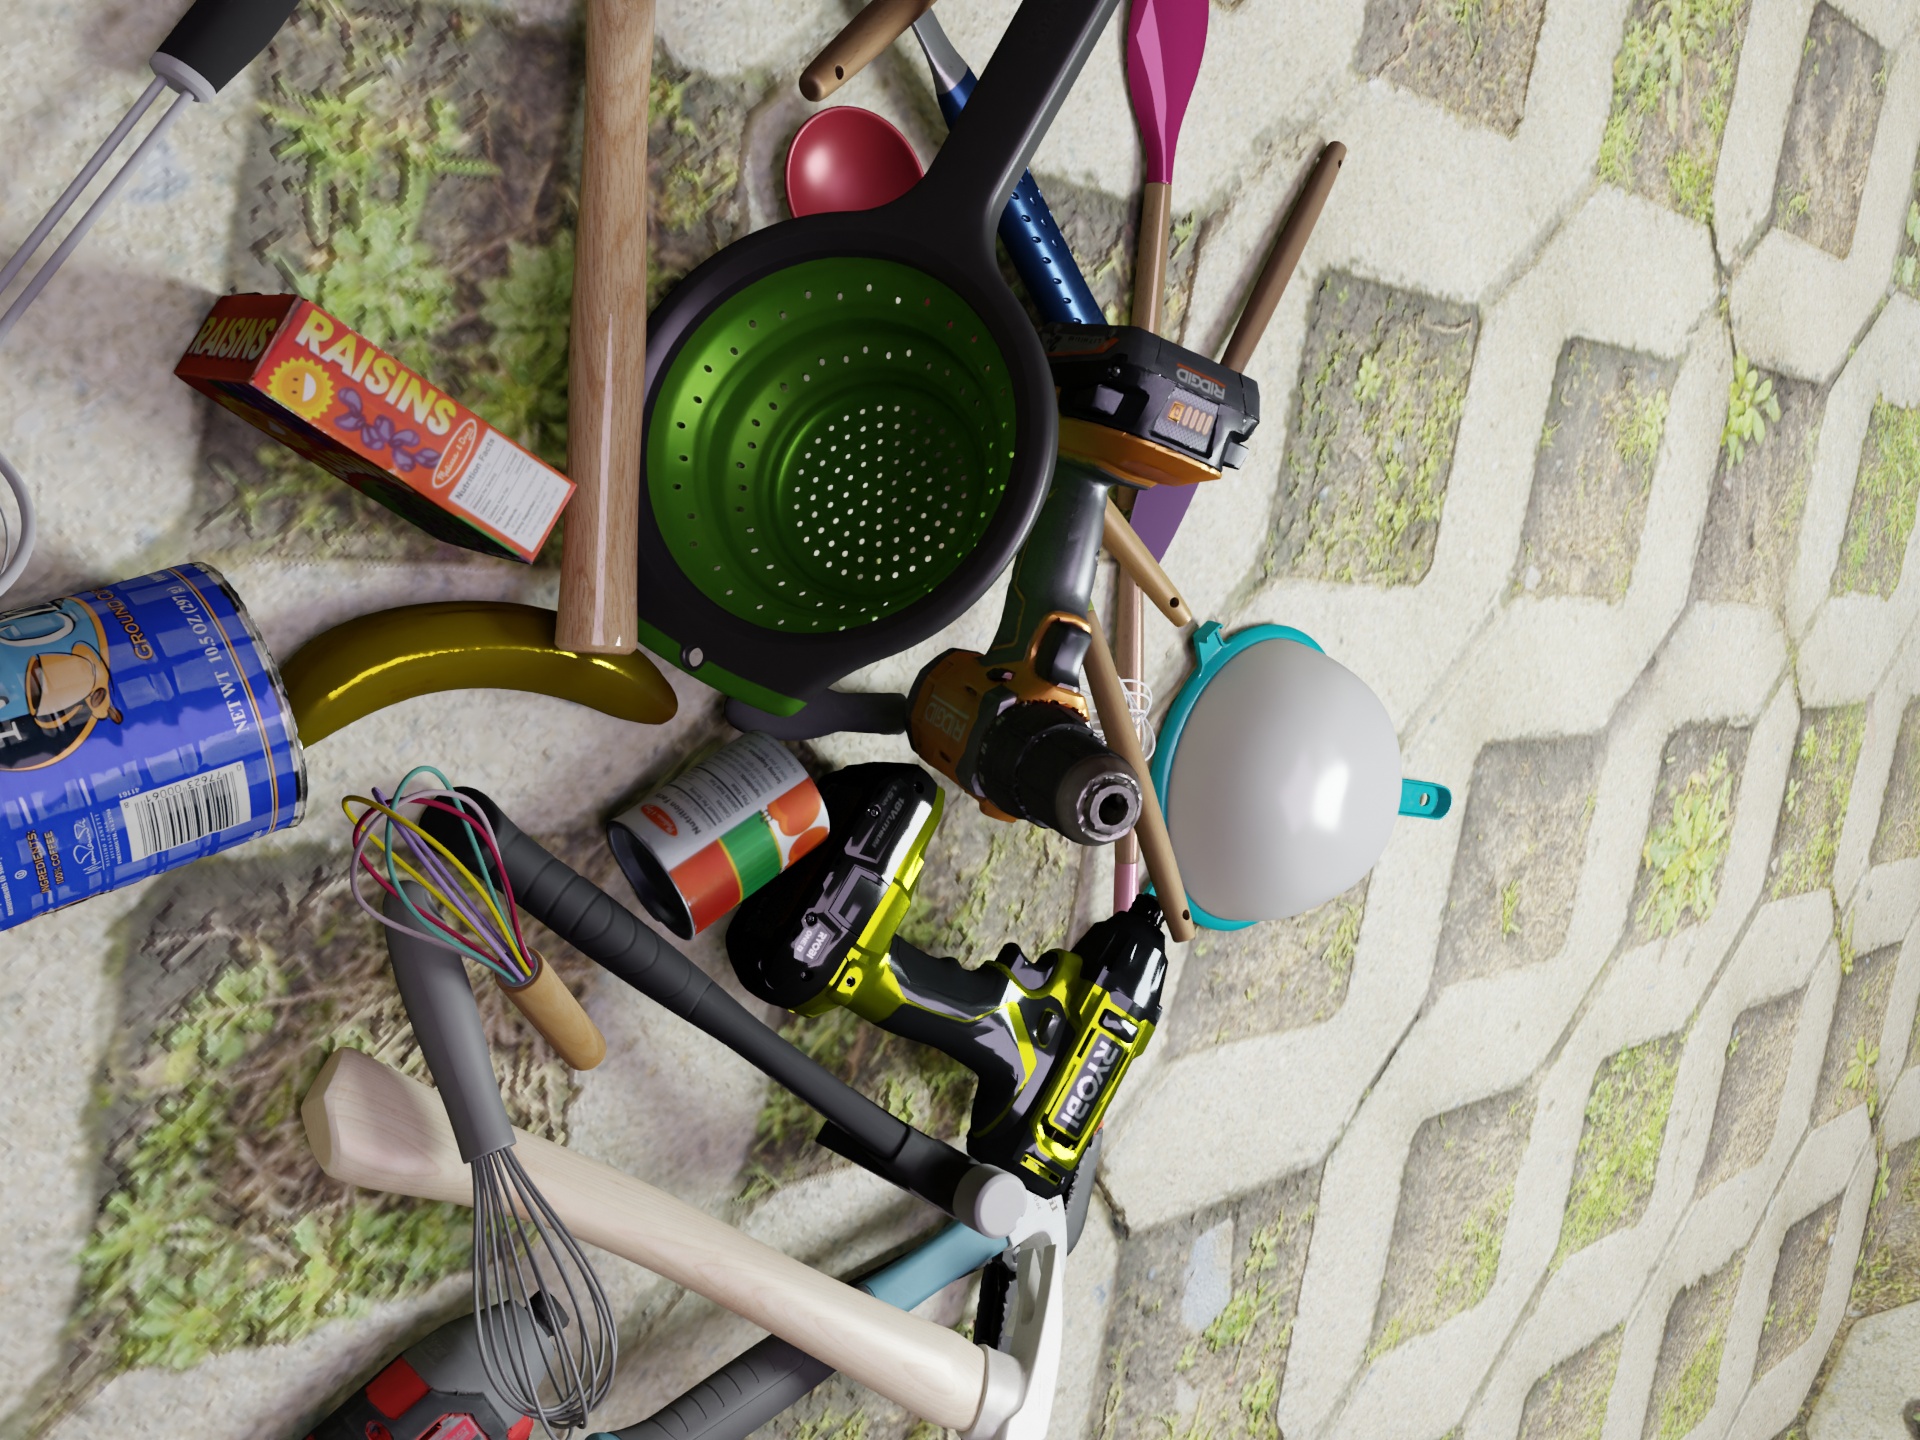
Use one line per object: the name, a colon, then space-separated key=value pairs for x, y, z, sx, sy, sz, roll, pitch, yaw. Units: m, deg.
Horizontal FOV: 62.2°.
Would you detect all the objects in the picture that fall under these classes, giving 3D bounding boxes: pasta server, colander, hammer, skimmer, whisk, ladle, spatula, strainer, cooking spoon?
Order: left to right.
skimmer: x=-0.293 y=-0.178 z=0.517 sx=0.127 sy=0.090 sz=0.363 roll=31 pitch=74 yaw=-10
whisk: x=-0.196 y=0.177 z=0.655 sx=0.055 sy=0.055 sz=0.239 roll=-13 pitch=75 yaw=-40
whisk: x=-0.192 y=0.091 z=0.655 sx=0.244 sy=0.047 sz=0.051 roll=79 pitch=7 yaw=-57
hammer: x=-0.148 y=-0.193 z=0.664 sx=0.130 sy=0.031 sz=0.331 roll=2 pitch=92 yaw=-40
hammer: x=-0.116 y=0.139 z=0.754 sx=0.334 sy=0.146 sz=0.035 roll=43 pitch=70 yaw=-28
hammer: x=-0.111 y=0.249 z=0.754 sx=0.410 sy=0.038 sz=0.146 roll=35 pitch=48 yaw=-25
hammer: x=-0.058 y=0.310 z=0.823 sx=0.331 sy=0.033 sz=0.128 roll=-18 pitch=84 yaw=-46
colander: x=-0.010 y=-0.187 z=0.723 sx=0.397 sy=0.204 sz=0.094 roll=-61 pitch=164 yaw=0
hammer: x=-0.006 y=-0.324 z=0.770 sx=0.405 sy=0.035 sz=0.144 roll=55 pitch=47 yaw=-40
whisk: x=-0.001 y=-0.002 z=0.855 sx=0.284 sy=0.070 sz=0.070 roll=1 pitch=99 yaw=-38
spatula: x=0.014 y=-0.363 z=0.729 sx=0.318 sy=0.044 sz=0.082 roll=-59 pitch=140 yaw=-36
ladle: x=0.023 y=-0.166 z=0.796 sx=0.069 sy=0.031 sz=0.315 roll=-42 pitch=108 yaw=-4
ladle: x=0.081 y=-0.035 z=0.854 sx=0.078 sy=0.062 sz=0.320 roll=-18 pitch=91 yaw=-38
pasta server: x=0.097 y=0.059 z=0.980 sx=0.060 sy=0.040 sz=0.316 roll=-7 pitch=101 yaw=-41
cooking spoon: x=0.112 y=-0.281 z=0.914 sx=0.068 sy=0.017 sz=0.319 roll=-4 pitch=103 yaw=-45
spatula: x=0.172 y=-0.231 z=0.974 sx=0.316 sy=0.018 sz=0.059 roll=-63 pitch=144 yaw=-15
strainer: x=0.272 y=0.053 z=1.089 sx=0.340 sy=0.095 sz=0.211 roll=8 pitch=94 yaw=-42

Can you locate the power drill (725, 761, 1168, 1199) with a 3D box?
power drill: x=0.006 y=0.124 z=0.831 sx=0.223 sy=0.080 sz=0.171 roll=38 pitch=73 yaw=-24

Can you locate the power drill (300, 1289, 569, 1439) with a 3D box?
power drill: x=-0.208 y=0.376 z=0.742 sx=0.143 sy=0.079 sz=0.219 roll=-39 pitch=121 yaw=-30

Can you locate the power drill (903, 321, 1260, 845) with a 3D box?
power drill: x=0.056 y=-0.060 z=0.724 sx=0.084 sy=0.185 sz=0.226 roll=18 pitch=97 yaw=-25
